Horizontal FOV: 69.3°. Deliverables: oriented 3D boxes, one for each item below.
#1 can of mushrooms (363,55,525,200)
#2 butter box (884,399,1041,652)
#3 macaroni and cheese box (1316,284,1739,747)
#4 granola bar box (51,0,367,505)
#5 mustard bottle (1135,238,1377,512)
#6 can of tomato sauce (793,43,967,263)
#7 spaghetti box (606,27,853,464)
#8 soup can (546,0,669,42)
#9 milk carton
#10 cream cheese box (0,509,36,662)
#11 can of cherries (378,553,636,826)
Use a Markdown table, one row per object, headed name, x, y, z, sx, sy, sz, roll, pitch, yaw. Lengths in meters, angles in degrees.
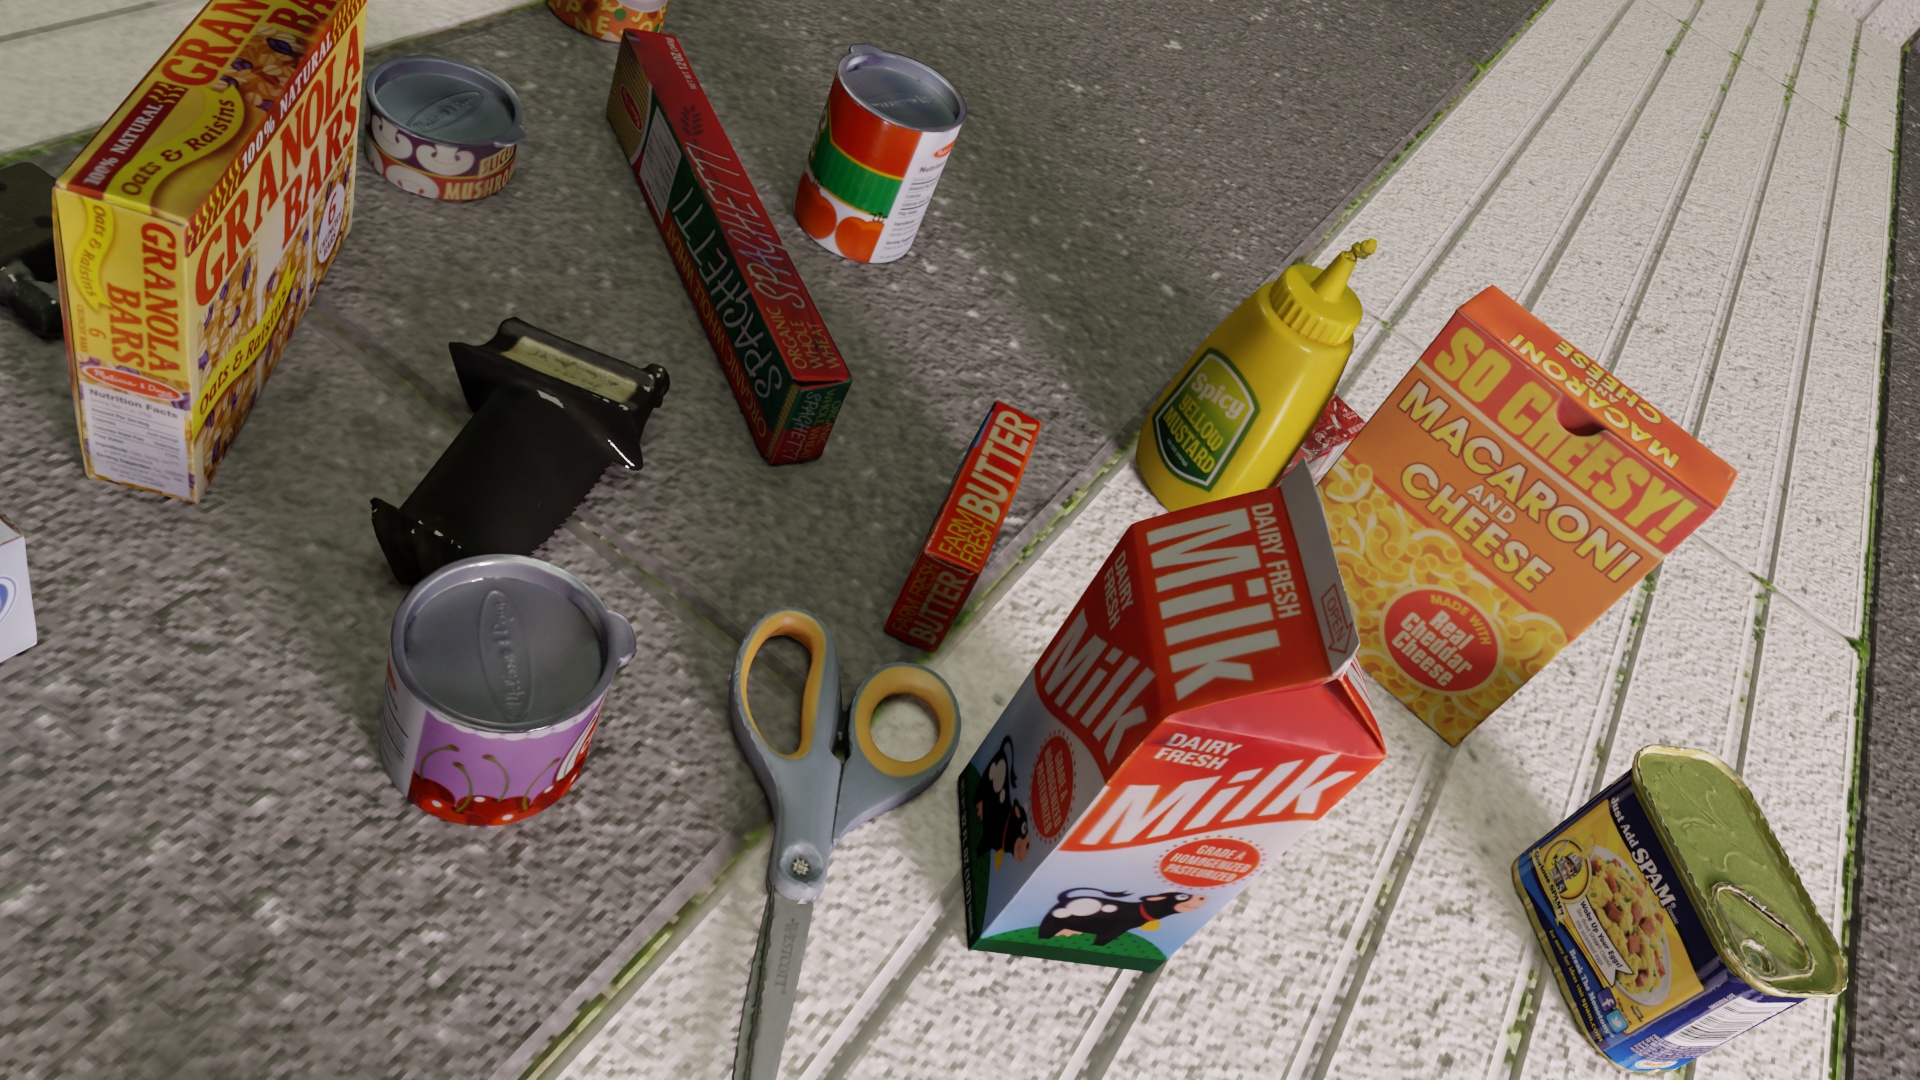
| name | x | y | z | sx | sy | sz | roll | pitch | yaw |
| --- | --- | --- | --- | --- | --- | --- | --- | --- | --- |
| can of mushrooms | -0.233 | -0.186 | 0.630 | 0.071 | 0.033 | 0.071 | 14 | 45 | -15 |
| butter box | 0.002 | -0.007 | 0.568 | 0.024 | 0.052 | 0.104 | 26 | 43 | -3 |
| macaroni and cheese box | 0.219 | -0.006 | 0.596 | 0.124 | 0.165 | 0.040 | 43 | 45 | 14 |
| granola bar box | -0.255 | -0.115 | 0.485 | 0.039 | 0.123 | 0.166 | 15 | 45 | -14 |
| mustard bottle | 0.136 | -0.075 | 0.623 | 0.049 | 0.159 | 0.065 | -14 | 58 | -36 |
| can of tomato sauce | -0.044 | -0.193 | 0.698 | 0.071 | 0.082 | 0.071 | 15 | 45 | -15 |
| spaghetti box | -0.112 | -0.142 | 0.638 | 0.029 | 0.050 | 0.251 | -7 | 53 | -32 |
| soup can | -0.182 | -0.320 | 0.746 | 0.071 | 0.083 | 0.072 | 15 | 45 | -15 |
| milk carton | 0.066 | 0.061 | 0.437 | 0.073 | 0.189 | 0.073 | 12 | 46 | -17 |
| cream cheese box | -0.307 | 0.032 | 0.372 | 0.024 | 0.053 | 0.104 | 38 | 44 | 10 |
| can of cherries | -0.143 | 0.048 | 0.438 | 0.071 | 0.058 | 0.072 | 15 | 45 | -15 |
